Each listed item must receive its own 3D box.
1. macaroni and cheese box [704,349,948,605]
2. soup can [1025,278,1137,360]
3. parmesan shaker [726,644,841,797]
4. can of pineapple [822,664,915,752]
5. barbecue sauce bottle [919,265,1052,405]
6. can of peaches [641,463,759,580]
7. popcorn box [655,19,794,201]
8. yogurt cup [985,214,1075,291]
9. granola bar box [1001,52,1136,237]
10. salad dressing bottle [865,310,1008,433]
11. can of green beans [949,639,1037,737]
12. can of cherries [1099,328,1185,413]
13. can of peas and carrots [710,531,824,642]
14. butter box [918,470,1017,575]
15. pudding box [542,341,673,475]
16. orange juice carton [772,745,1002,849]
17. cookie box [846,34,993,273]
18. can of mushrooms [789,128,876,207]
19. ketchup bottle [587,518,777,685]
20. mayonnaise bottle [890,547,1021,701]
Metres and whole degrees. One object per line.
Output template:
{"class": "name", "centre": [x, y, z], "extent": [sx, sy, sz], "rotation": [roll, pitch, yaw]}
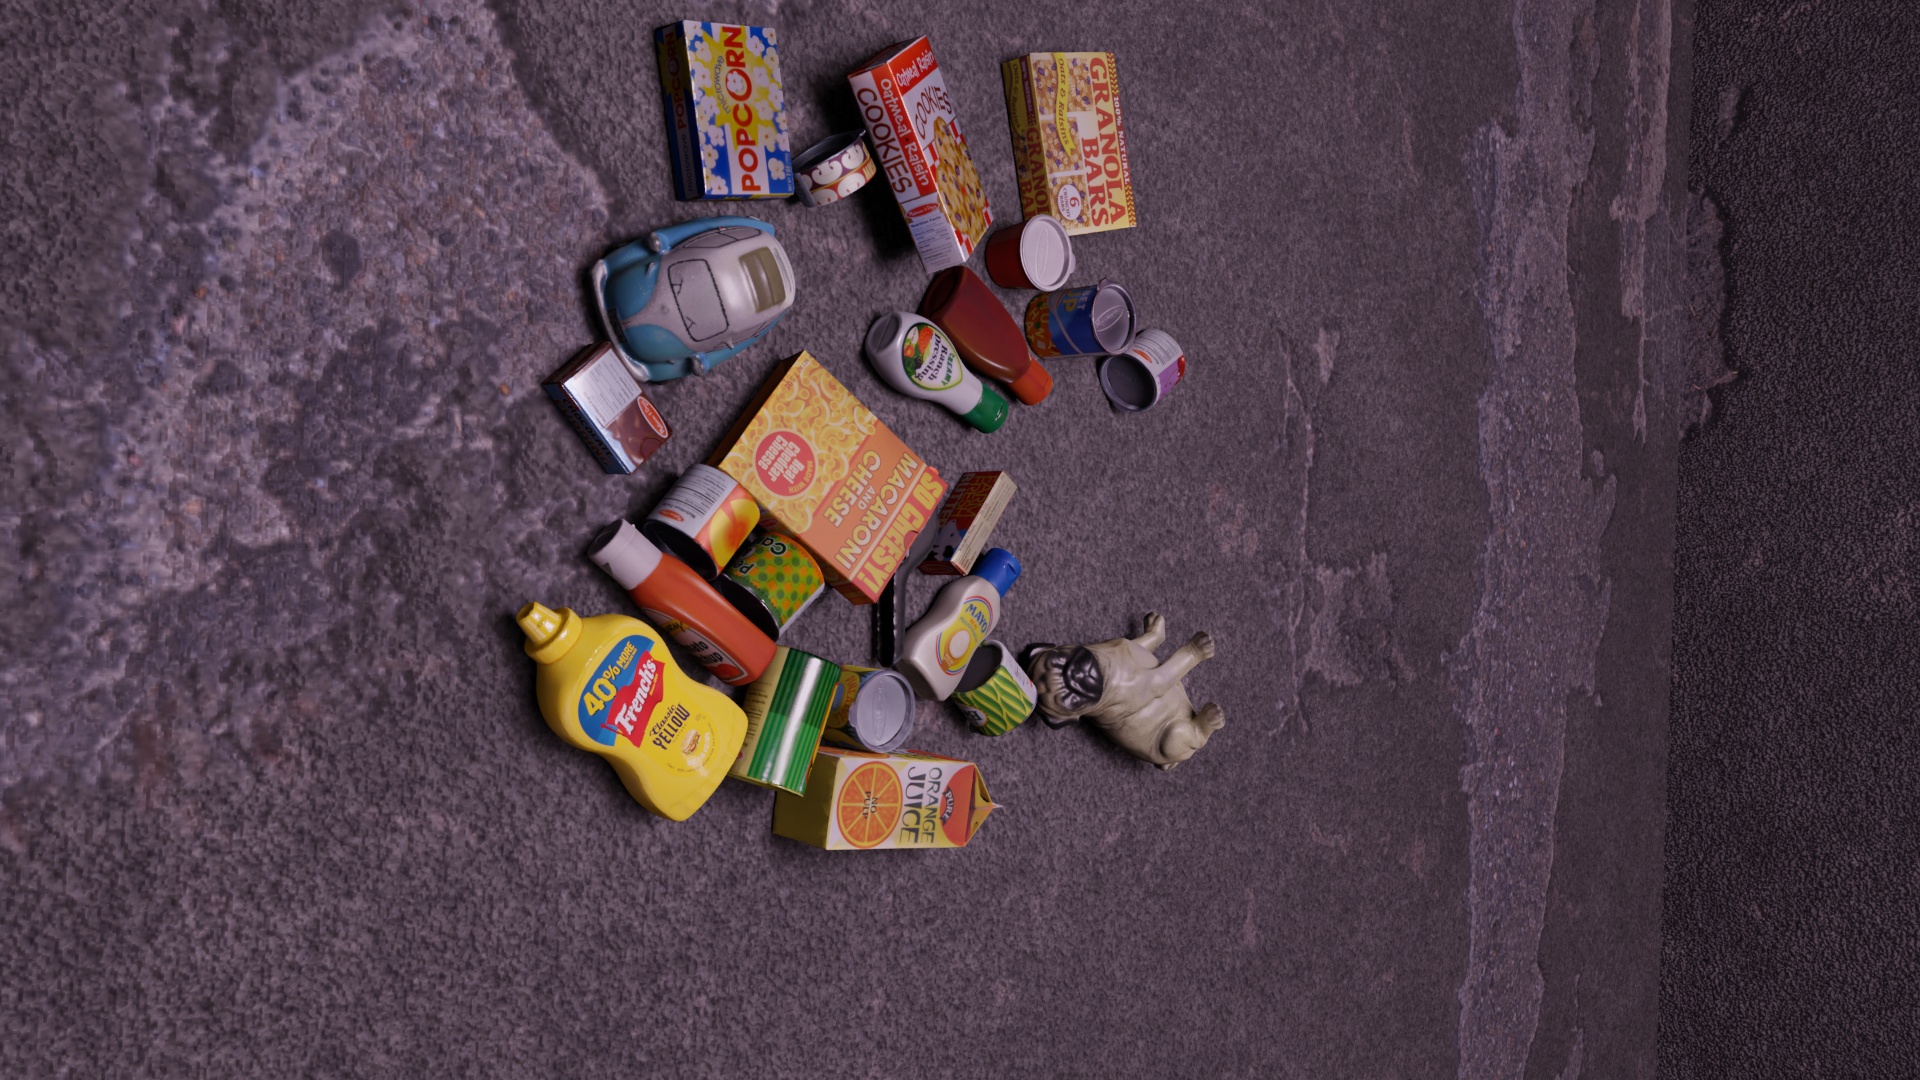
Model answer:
{"class": "macaroni and cheese box", "centre": [-0.103, -0.047, 1.089], "extent": [0.166, 0.040, 0.124], "rotation": [42, 62, -22]}
{"class": "soup can", "centre": [0.111, -0.206, 1.292], "extent": [0.071, 0.083, 0.071], "rotation": [-2, 93, -45]}
{"class": "parmesan shaker", "centre": [-0.135, 0.138, 1.065], "extent": [0.071, 0.071, 0.103], "rotation": [30, 70, -41]}
{"class": "can of pineapple", "centre": [-0.081, 0.135, 1.129], "extent": [0.071, 0.058, 0.071], "rotation": [-2, 92, -45]}
{"class": "barbecue sauce bottle", "centre": [0.028, -0.176, 1.239], "extent": [0.148, 0.043, 0.065], "rotation": [41, 64, -39]}
{"class": "can of peaches", "centre": [-0.188, -0.012, 1.013], "extent": [0.071, 0.071, 0.058], "rotation": [53, 57, -33]}
{"class": "popcorn box", "centre": [-0.174, -0.318, 1.035], "extent": [0.085, 0.038, 0.126], "rotation": [-14, 101, -43]}
{"class": "yogurt cup", "centre": [0.060, -0.258, 1.261], "extent": [0.072, 0.054, 0.072], "rotation": [-2, 93, -45]}
{"class": "granola bar box", "centre": [0.104, -0.372, 1.312], "extent": [0.125, 0.039, 0.165], "rotation": [-19, 104, -42]}
{"class": "salad dressing bottle", "centre": [-0.017, -0.141, 1.194], "extent": [0.147, 0.044, 0.064], "rotation": [33, 71, -41]}
{"class": "can of green beans", "centre": [0.026, 0.130, 1.230], "extent": [0.057, 0.071, 0.071], "rotation": [54, 56, -31]}
{"class": "can of cherries", "centre": [0.180, -0.167, 1.378], "extent": [0.059, 0.071, 0.071], "rotation": [-42, 119, -37]}
{"class": "can of peas and carrots", "centre": [-0.147, 0.033, 1.054], "extent": [0.059, 0.071, 0.070], "rotation": [-49, 123, -33]}
{"class": "butter box", "centre": [0.004, -0.015, 1.213], "extent": [0.024, 0.053, 0.104], "rotation": [48, 59, -32]}
{"class": "pudding box", "centre": [-0.247, -0.092, 0.976], "extent": [0.050, 0.030, 0.083], "rotation": [-52, 125, -32]}
{"class": "orange juice carton", "centre": [-0.055, 0.212, 1.148], "extent": [0.193, 0.072, 0.073], "rotation": [11, 84, -44]}
{"class": "cookie box", "centre": [-0.030, -0.320, 1.145], "extent": [0.123, 0.040, 0.167], "rotation": [-66, 137, -58]}
{"class": "can of mushrooms", "centre": [-0.100, -0.292, 1.089], "extent": [0.071, 0.071, 0.033], "rotation": [-48, 124, -33]}
{"class": "ketchup bottle", "centre": [-0.202, 0.045, 1.005], "extent": [0.148, 0.064, 0.044], "rotation": [46, 59, -25]}
{"class": "mayonnaise bottle", "centre": [0.001, 0.069, 1.220], "extent": [0.149, 0.041, 0.064], "rotation": [-52, 123, -30]}
